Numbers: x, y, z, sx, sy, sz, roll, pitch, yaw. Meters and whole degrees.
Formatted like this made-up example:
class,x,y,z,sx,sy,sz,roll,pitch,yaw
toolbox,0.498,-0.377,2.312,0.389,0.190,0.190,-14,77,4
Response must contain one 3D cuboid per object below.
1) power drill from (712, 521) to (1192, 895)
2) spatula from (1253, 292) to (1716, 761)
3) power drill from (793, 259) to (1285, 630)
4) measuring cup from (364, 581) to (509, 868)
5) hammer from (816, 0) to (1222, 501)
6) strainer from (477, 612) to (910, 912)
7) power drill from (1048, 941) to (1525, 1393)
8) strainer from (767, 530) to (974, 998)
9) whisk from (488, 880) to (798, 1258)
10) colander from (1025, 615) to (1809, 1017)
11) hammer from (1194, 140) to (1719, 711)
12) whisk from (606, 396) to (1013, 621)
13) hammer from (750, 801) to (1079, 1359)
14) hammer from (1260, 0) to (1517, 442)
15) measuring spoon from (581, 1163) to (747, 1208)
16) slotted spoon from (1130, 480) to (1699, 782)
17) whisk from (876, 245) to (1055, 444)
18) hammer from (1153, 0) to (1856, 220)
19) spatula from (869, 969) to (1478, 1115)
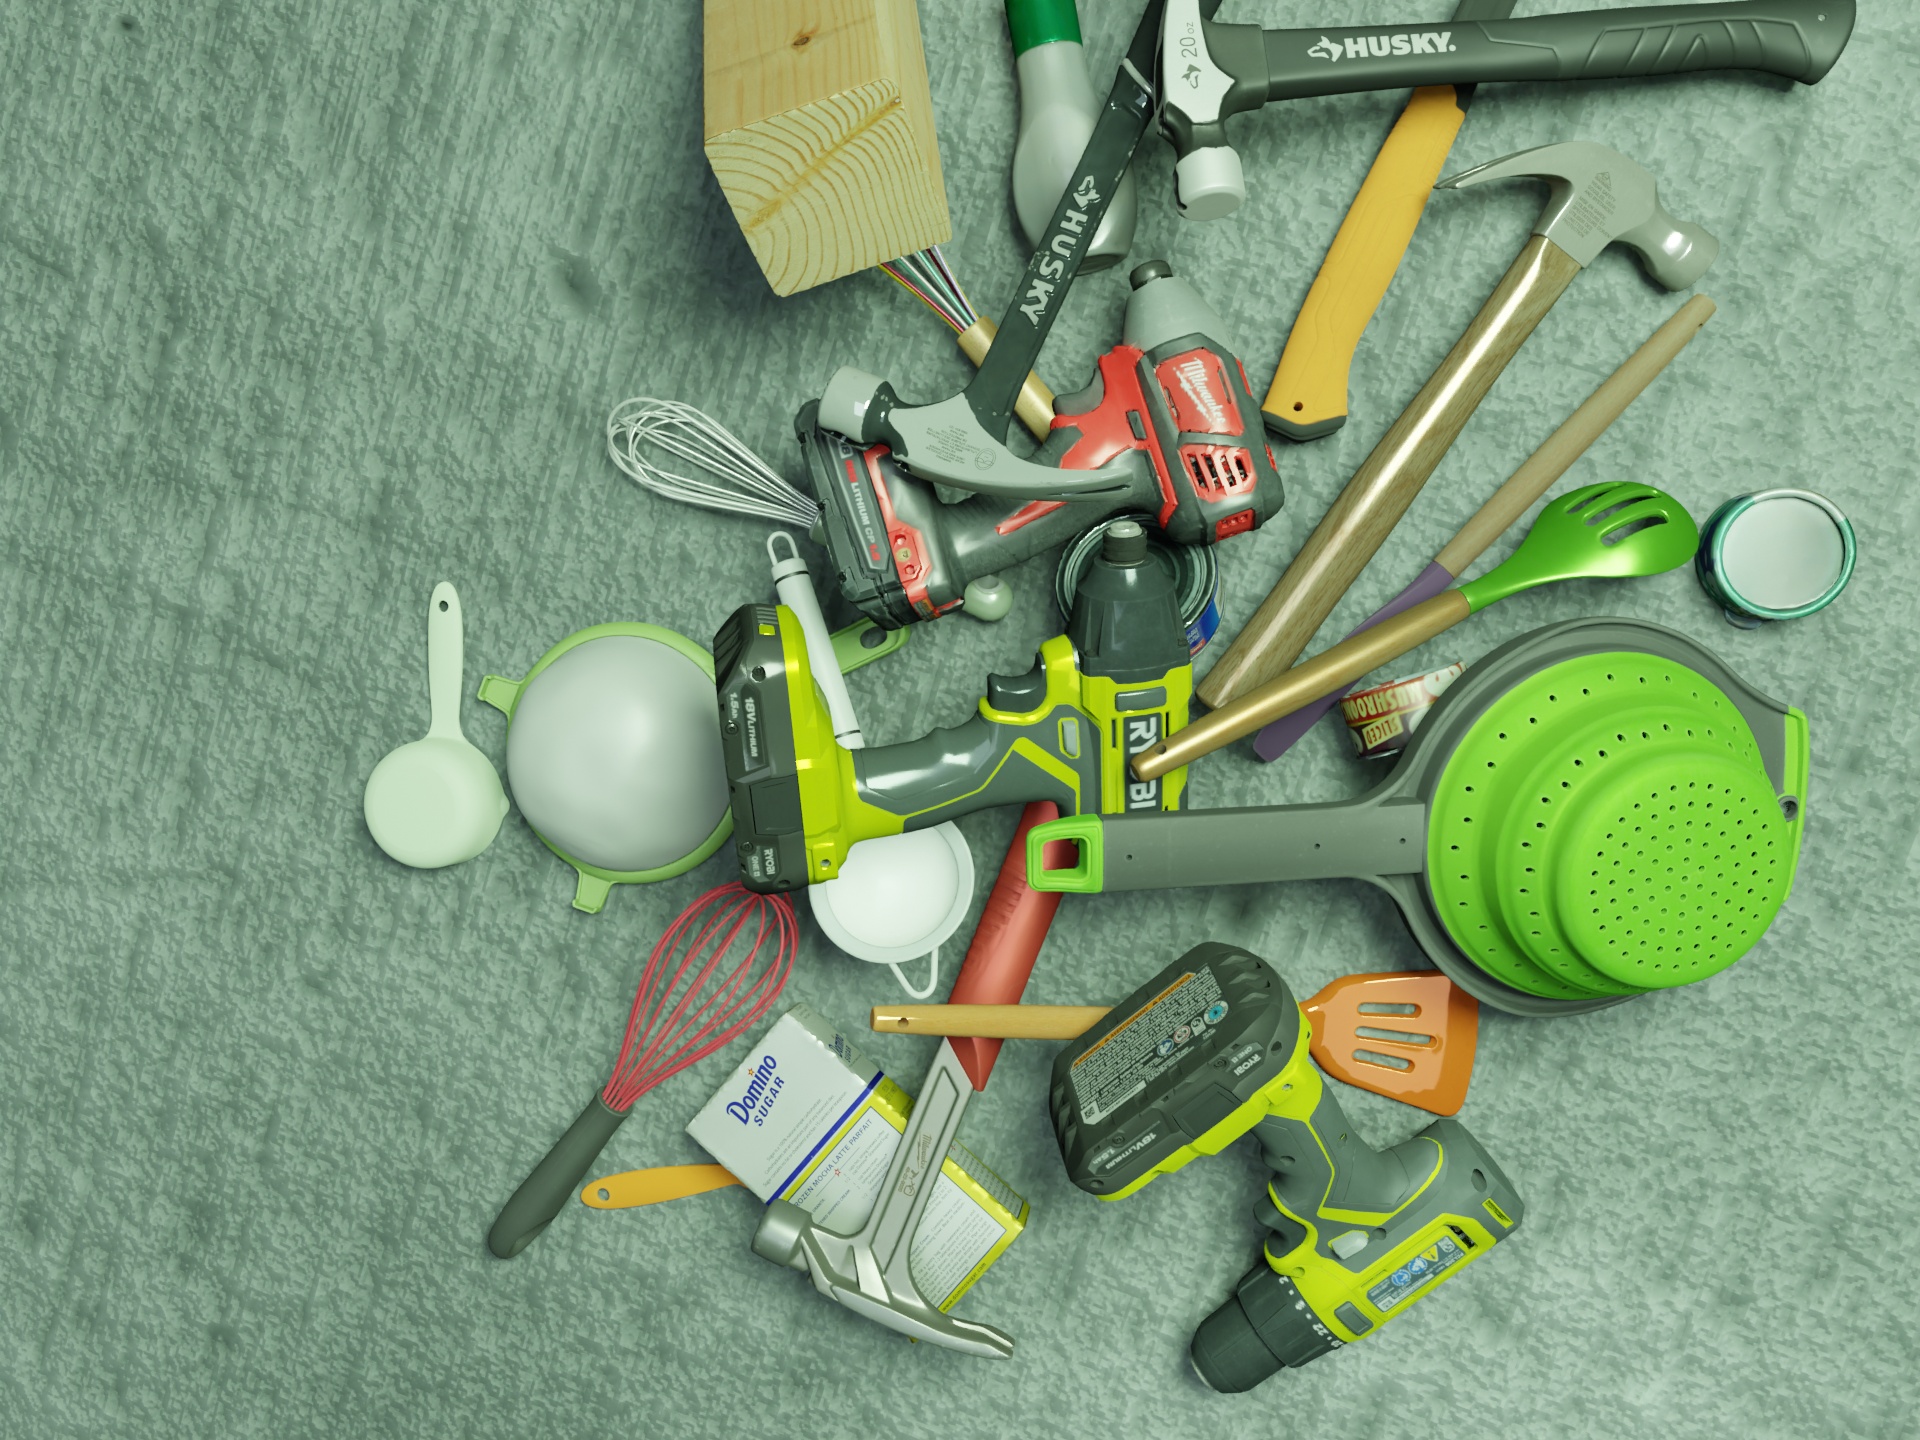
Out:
class,x,y,z,sx,sy,sz,roll,pitch,yaw
power drill,-0.001,-0.002,0.759,0.223,0.080,0.171,-7,115,-8
spatula,0.263,-0.096,0.807,0.316,0.059,0.018,-46,61,6
power drill,0.038,-0.137,0.794,0.219,0.078,0.143,-17,82,6
measuring cup,-0.306,0.004,0.917,0.083,0.038,0.167,4,97,10
hammer,0.084,-0.289,0.768,0.149,0.036,0.409,24,80,10
strainer,-0.148,0.000,0.873,0.256,0.069,0.151,-24,90,13
power drill,0.150,0.236,0.801,0.190,0.080,0.228,-40,114,10
strainer,-0.056,0.020,0.835,0.087,0.050,0.258,-19,82,3
whisk,-0.185,0.202,0.903,0.073,0.073,0.296,39,105,5
colander,0.232,0.063,0.735,0.397,0.094,0.204,-3,103,-7
hammer,0.225,-0.138,0.796,0.130,0.031,0.331,33,100,-12
whisk,-0.084,-0.112,0.870,0.246,0.058,0.059,25,133,5
hammer,0.023,0.148,0.843,0.149,0.036,0.359,22,89,5
hammer,0.228,-0.303,0.801,0.127,0.034,0.337,25,98,7
measuring spoon,-0.169,0.271,0.927,0.117,0.011,0.021,-11,92,11
slotted spoon,0.220,-0.044,0.763,0.314,0.031,0.070,-26,47,-9
whisk,-0.011,-0.223,0.847,0.047,0.051,0.245,-41,92,-24
hammer,0.254,-0.318,0.744,0.334,0.035,0.146,-6,80,-4
spatula,0.113,0.159,0.819,0.322,0.041,0.081,4,95,-15
